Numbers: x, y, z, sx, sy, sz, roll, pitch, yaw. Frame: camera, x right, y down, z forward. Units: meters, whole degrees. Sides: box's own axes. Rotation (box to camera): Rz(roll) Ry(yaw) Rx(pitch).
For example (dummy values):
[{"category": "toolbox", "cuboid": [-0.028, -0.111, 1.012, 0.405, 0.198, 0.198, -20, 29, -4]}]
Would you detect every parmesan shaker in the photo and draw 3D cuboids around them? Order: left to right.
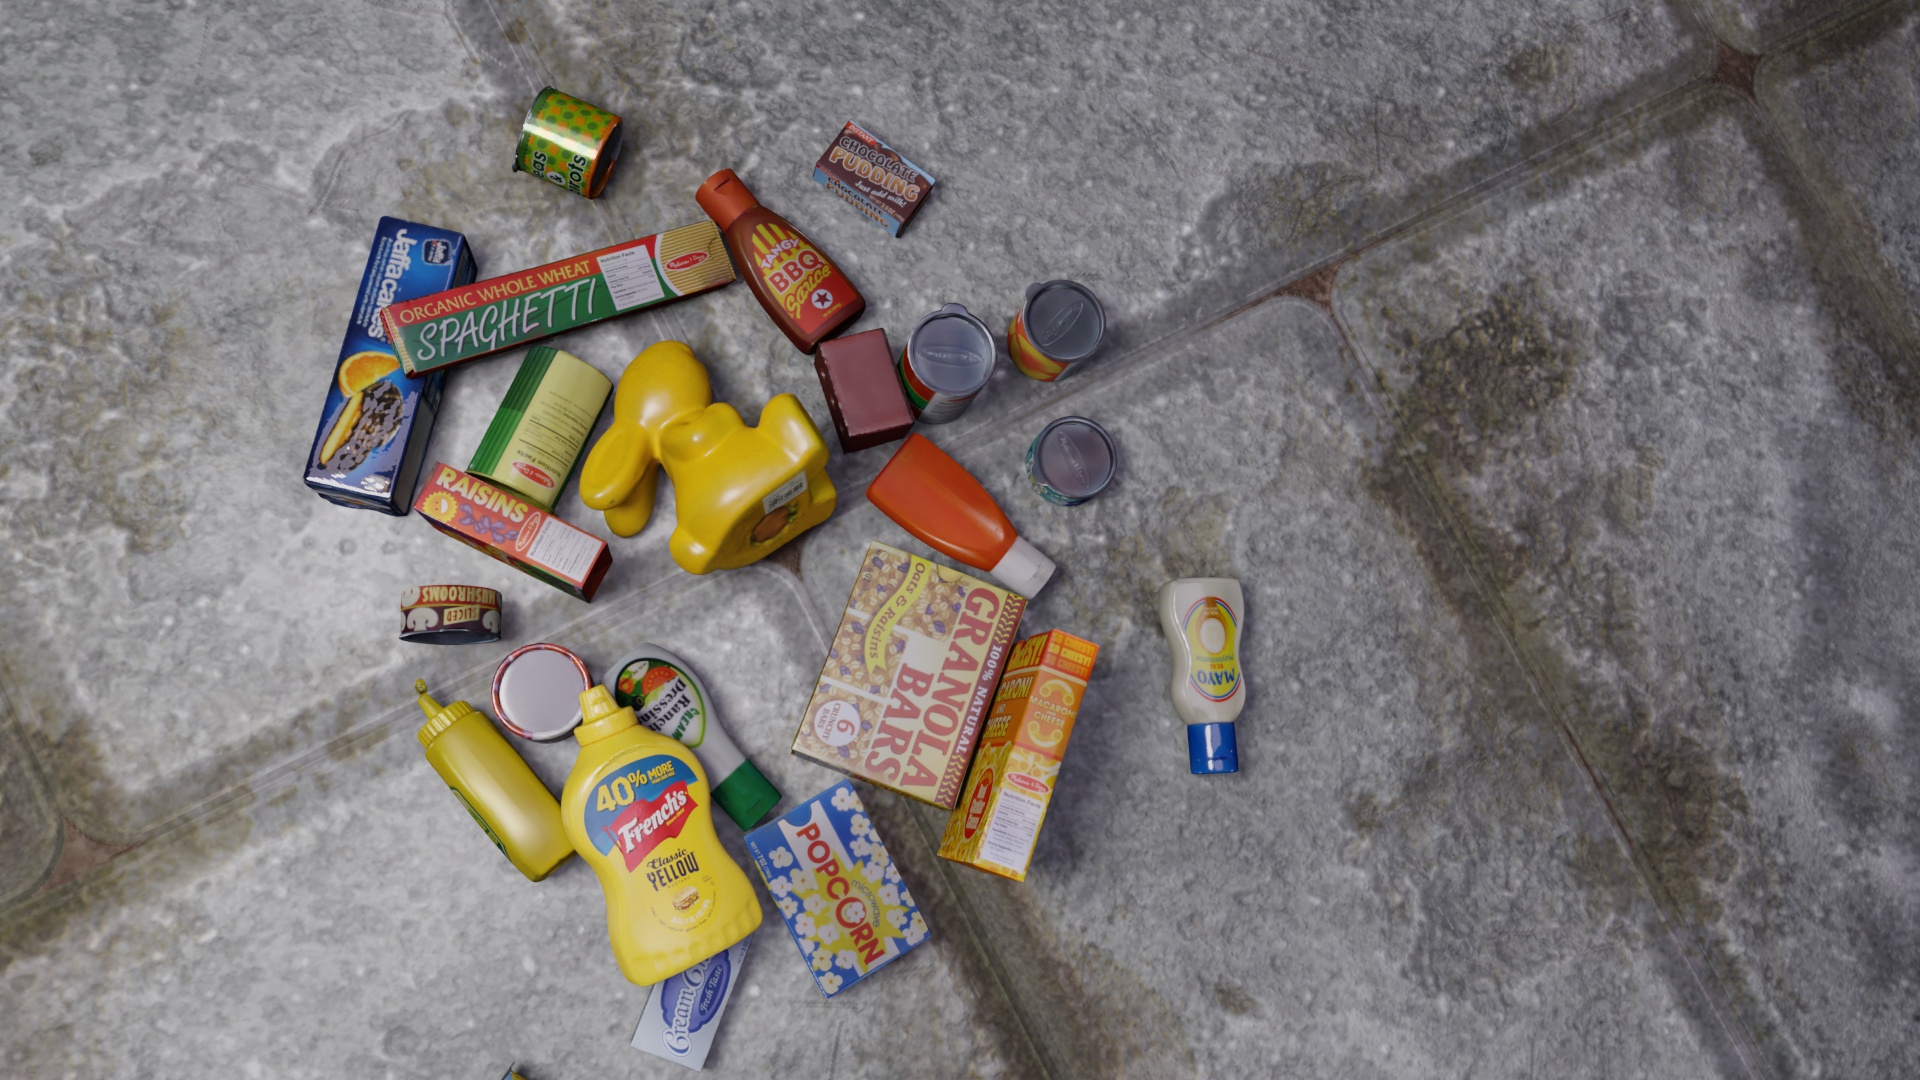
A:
[{"category": "parmesan shaker", "cuboid": [-0.296, -0.077, 0.988, 0.071, 0.071, 0.103, 24, 75, -6]}]

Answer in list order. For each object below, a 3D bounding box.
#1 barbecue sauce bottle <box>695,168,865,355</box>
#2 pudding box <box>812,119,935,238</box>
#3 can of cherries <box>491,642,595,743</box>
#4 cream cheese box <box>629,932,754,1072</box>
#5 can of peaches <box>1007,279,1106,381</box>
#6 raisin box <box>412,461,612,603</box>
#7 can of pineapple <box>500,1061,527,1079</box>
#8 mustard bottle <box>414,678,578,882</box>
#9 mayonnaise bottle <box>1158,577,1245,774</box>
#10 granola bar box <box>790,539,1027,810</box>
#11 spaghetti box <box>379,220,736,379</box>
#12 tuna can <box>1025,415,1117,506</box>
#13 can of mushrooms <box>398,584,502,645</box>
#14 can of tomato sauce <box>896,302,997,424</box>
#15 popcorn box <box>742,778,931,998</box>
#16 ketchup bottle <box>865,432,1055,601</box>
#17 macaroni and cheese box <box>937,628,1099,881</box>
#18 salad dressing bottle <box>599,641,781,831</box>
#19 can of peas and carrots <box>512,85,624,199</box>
[{"category": "barbecue sauce bottle", "cuboid": [-0.141, -0.215, 1.056, 0.065, 0.043, 0.148, -40, 89, -16]}, {"category": "pudding box", "cuboid": [-0.067, -0.284, 1.092, 0.084, 0.030, 0.050, 36, 74, -3]}, {"category": "can of cherries", "cuboid": [-0.288, 0.104, 0.956, 0.071, 0.058, 0.071, 2, 79, -11]}, {"category": "cream cheese box", "cuboid": [-0.183, 0.305, 0.956, 0.053, 0.024, 0.104, 21, 76, -5]}, {"category": "can of peaches", "cuboid": [0.072, -0.164, 1.082, 0.071, 0.058, 0.071, 2, 79, -10]}, {"category": "raisin box", "cuboid": [-0.306, -0.004, 0.959, 0.123, 0.086, 0.040, 26, 77, -6]}, {"category": "can of pineapple", "cuboid": [-0.287, 0.384, 0.897, 0.058, 0.071, 0.071, 34, 75, -4]}, {"category": "mustard bottle", "cuboid": [-0.320, 0.158, 0.938, 0.049, 0.065, 0.160, -40, 84, -24]}, {"category": "mayonnaise bottle", "cuboid": [0.189, 0.103, 1.062, 0.065, 0.041, 0.148, 0, 79, -13]}, {"category": "granola bar box", "cuboid": [-0.037, 0.098, 1.015, 0.124, 0.039, 0.166, 21, 76, -4]}, {"category": "spaghetti box", "cuboid": [-0.282, -0.174, 0.991, 0.251, 0.028, 0.050, -24, 96, -30]}, {"category": "tuna can", "cuboid": [0.083, -0.060, 1.077, 0.071, 0.032, 0.071, 2, 79, -11]}, {"category": "can of mushrooms", "cuboid": [-0.347, 0.051, 0.948, 0.071, 0.071, 0.033, 1, 78, -11]}, {"category": "can of tomato sauce", "cuboid": [-0.014, -0.131, 1.045, 0.071, 0.083, 0.071, 2, 79, -11]}, {"category": "popcorn box", "cuboid": [-0.088, 0.244, 0.980, 0.085, 0.038, 0.126, -28, 86, -14]}, {"category": "ketchup bottle", "cuboid": [0.004, -0.013, 1.046, 0.149, 0.043, 0.065, 38, 75, -2]}, {"category": "macaroni and cheese box", "cuboid": [0.038, 0.151, 0.979, 0.040, 0.123, 0.167, 21, 76, -8]}, {"category": "salad dressing bottle", "cuboid": [-0.188, 0.139, 0.977, 0.064, 0.044, 0.147, -43, 90, -13]}, {"category": "can of peas and carrots", "cuboid": [-0.289, -0.292, 1.029, 0.059, 0.071, 0.071, 22, 76, -7]}]
